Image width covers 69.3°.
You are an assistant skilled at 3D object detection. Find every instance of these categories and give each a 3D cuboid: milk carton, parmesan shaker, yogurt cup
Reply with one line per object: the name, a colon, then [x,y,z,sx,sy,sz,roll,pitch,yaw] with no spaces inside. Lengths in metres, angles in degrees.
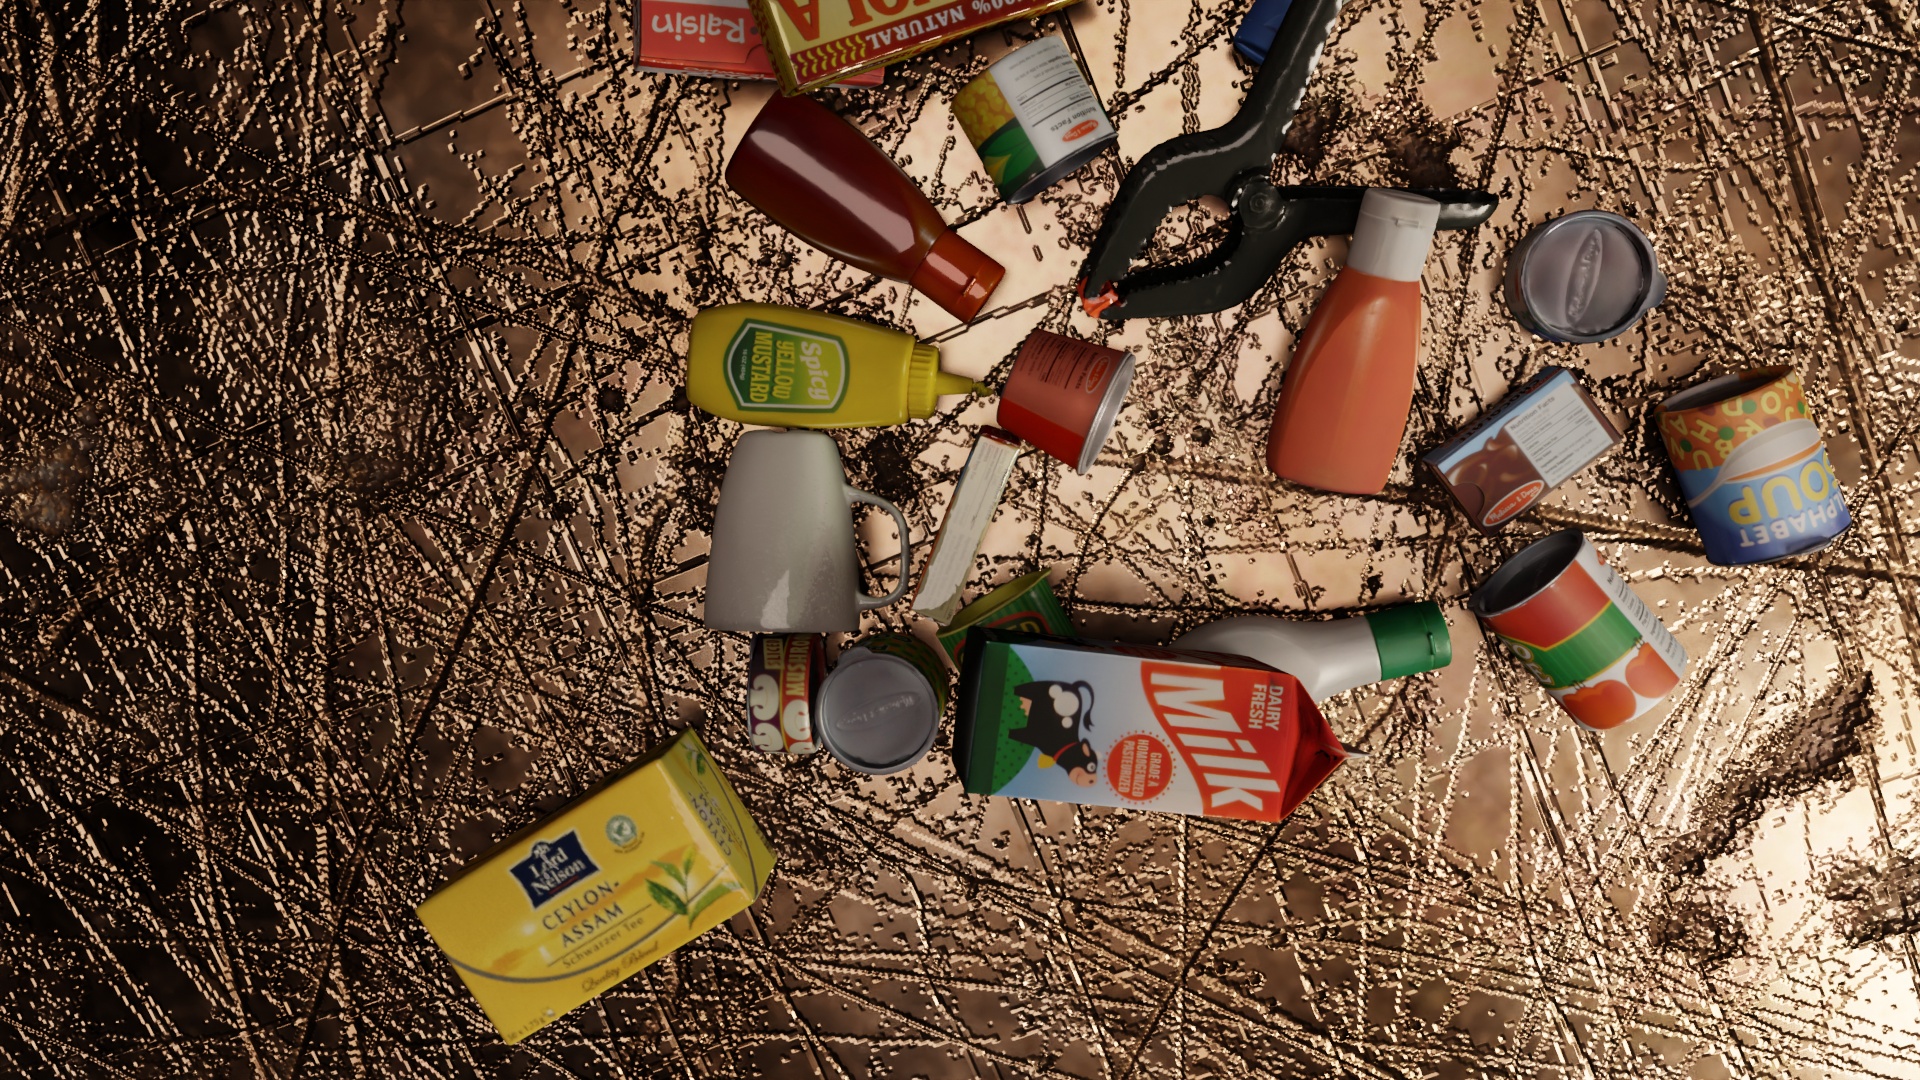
milk carton: [0.096,0.090,0.676,0.191,0.072,0.073,7,91,-7]
parmesan shaker: [0.043,0.075,0.740,0.071,0.071,0.103,-30,95,9]
yogurt cup: [0.053,-0.075,0.720,0.054,0.072,0.072,24,100,9]

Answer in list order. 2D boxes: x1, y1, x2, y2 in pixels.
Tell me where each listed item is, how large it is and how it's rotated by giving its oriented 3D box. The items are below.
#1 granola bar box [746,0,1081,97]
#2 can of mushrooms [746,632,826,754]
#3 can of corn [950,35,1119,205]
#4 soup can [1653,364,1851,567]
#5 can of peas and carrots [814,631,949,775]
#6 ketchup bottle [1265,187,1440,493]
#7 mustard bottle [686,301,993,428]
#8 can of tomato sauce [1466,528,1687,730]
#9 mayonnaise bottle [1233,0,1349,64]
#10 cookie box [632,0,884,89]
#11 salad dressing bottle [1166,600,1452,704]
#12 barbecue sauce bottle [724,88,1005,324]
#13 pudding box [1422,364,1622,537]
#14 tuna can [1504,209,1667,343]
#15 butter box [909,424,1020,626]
granola bar box: [-0.028,-0.301,0.671,0.166,0.039,0.124,-23,104,-13]
can of mushrooms: [-0.094,0.081,0.751,0.033,0.071,0.071,0,98,4]
can of corn: [0.036,-0.211,0.702,0.071,0.071,0.058,-30,94,9]
soup can: [0.394,-0.037,0.691,0.071,0.071,0.083,-23,96,8]
can of peas and carrots: [-0.042,0.085,0.753,0.071,0.059,0.071,1,98,5]
ketchup bottle: [0.201,-0.099,0.696,0.065,0.044,0.148,9,113,-3]
mustard bottle: [-0.062,-0.089,0.734,0.160,0.049,0.065,6,100,4]
can of tomato sauce: [0.316,0.047,0.713,0.071,0.071,0.083,-42,93,9]
mayonnaise bottle: [0.190,-0.305,0.686,0.065,0.041,0.148,31,100,-2]
cookie box: [-0.099,-0.316,0.690,0.123,0.040,0.167,-1,98,-16]
salad dressing bottle: [0.182,0.065,0.739,0.148,0.044,0.064,-13,96,6]
barbecue sauce bottle: [-0.046,-0.170,0.725,0.148,0.044,0.064,35,100,-1]
pudding box: [0.289,-0.047,0.720,0.083,0.030,0.049,-38,95,9]
tuna can: [0.316,-0.133,0.704,0.071,0.033,0.071,1,98,5]
butter box: [0.003,-0.009,0.738,0.024,0.053,0.103,21,100,-1]
